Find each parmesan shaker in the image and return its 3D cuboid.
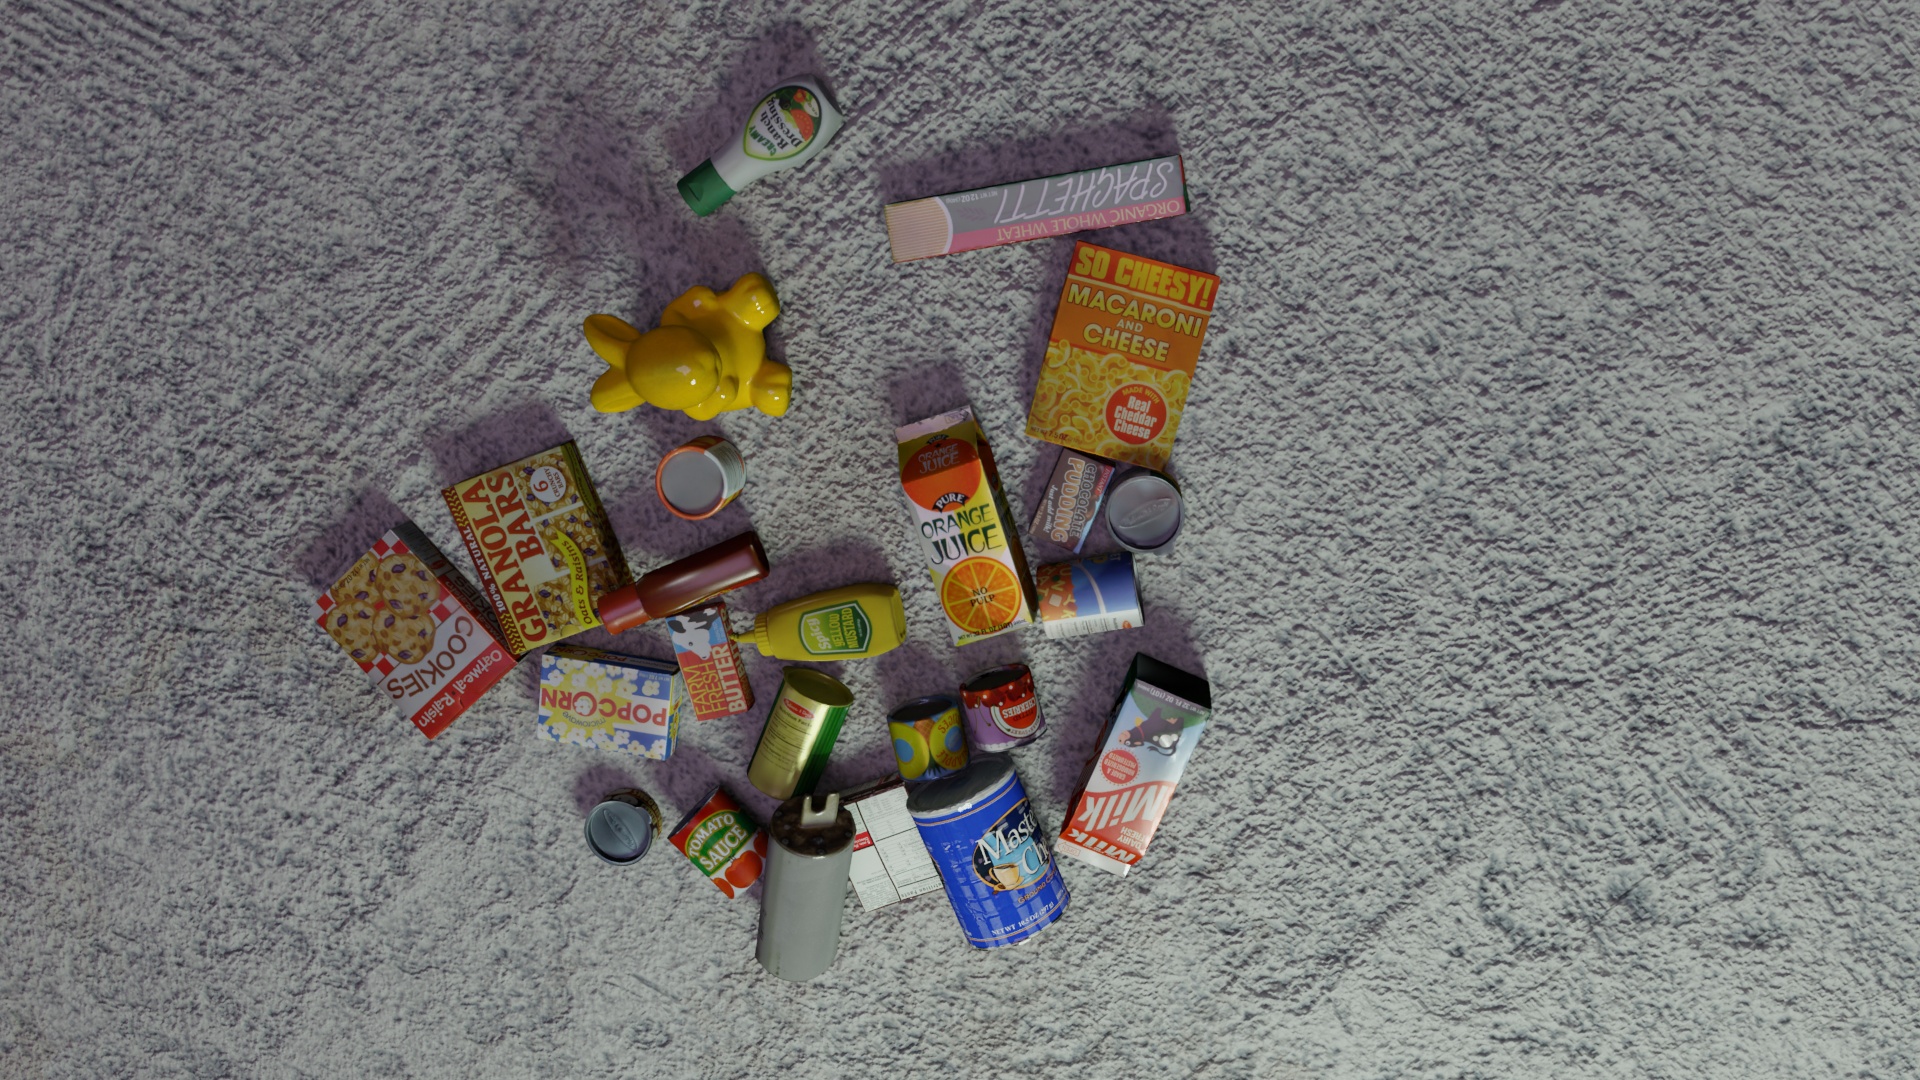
[{"bbox_3d":[-0.148,0.174,1.254,0.071,0.071,0.102,24,105,2],"label":"parmesan shaker"}]

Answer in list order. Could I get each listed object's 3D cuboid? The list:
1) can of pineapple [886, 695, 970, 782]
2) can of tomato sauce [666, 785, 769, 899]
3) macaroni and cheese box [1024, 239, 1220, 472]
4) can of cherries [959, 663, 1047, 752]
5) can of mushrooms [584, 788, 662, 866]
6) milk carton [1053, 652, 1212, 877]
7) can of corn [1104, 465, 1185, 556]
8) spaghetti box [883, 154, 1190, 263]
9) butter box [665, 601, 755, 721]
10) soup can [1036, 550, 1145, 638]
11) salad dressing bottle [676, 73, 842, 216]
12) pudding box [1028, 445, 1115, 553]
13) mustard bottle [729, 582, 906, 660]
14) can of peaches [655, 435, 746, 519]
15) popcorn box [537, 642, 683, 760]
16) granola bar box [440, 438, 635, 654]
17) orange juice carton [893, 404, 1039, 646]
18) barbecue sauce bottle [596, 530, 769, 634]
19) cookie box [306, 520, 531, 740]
[{"bbox_3d":[-0.027,0.176,1.236,0.071,0.071,0.057,-11,101,10],"label":"can of pineapple"},{"bbox_3d":[-0.218,0.280,1.283,0.071,0.071,0.083,-43,95,14],"label":"can of tomato sauce"},{"bbox_3d":[0.134,-0.154,1.157,0.124,0.040,0.166,16,104,4],"label":"macaroni and cheese box"},{"bbox_3d":[0.039,0.147,1.220,0.071,0.071,0.058,-14,100,10],"label":"can of cherries"},{"bbox_3d":[-0.316,0.269,1.312,0.071,0.033,0.071,2,102,8],"label":"can of mushrooms"},{"bbox_3d":[0.149,0.204,1.217,0.072,0.073,0.190,22,105,2],"label":"milk carton"},{"bbox_3d":[0.157,-0.025,1.173,0.071,0.058,0.071,2,103,7],"label":"can of corn"},{"bbox_3d":[0.062,-0.273,1.146,0.250,0.029,0.050,-8,102,9],"label":"spaghetti box"},{"bbox_3d":[-0.229,0.111,1.271,0.053,0.024,0.103,-14,100,11],"label":"butter box"},{"bbox_3d":[0.112,0.044,1.192,0.084,0.071,0.071,-9,101,10],"label":"soup can"},{"bbox_3d":[-0.168,-0.326,1.156,0.147,0.044,0.064,-34,97,13],"label":"salad dressing bottle"},{"bbox_3d":[0.096,-0.036,1.193,0.050,0.030,0.083,23,105,1],"label":"pudding box"},{"bbox_3d":[-0.131,0.078,1.238,0.160,0.049,0.065,-10,99,9],"label":"mustard bottle"},{"bbox_3d":[-0.229,-0.054,1.217,0.071,0.058,0.071,1,103,7],"label":"can of peaches"},{"bbox_3d":[-0.323,0.148,1.284,0.127,0.038,0.085,9,104,5],"label":"popcorn box"},{"bbox_3d":[-0.378,0.007,1.259,0.124,0.039,0.165,-19,99,11],"label":"granola bar box"},{"bbox_3d":[0.004,-0.015,1.188,0.072,0.073,0.192,-16,99,11],"label":"orange juice carton"},{"bbox_3d":[-0.244,0.038,1.222,0.148,0.065,0.043,-22,99,-1],"label":"barbecue sauce bottle"},{"bbox_3d":[-0.503,0.085,1.292,0.122,0.040,0.167,-41,95,14],"label":"cookie box"}]
